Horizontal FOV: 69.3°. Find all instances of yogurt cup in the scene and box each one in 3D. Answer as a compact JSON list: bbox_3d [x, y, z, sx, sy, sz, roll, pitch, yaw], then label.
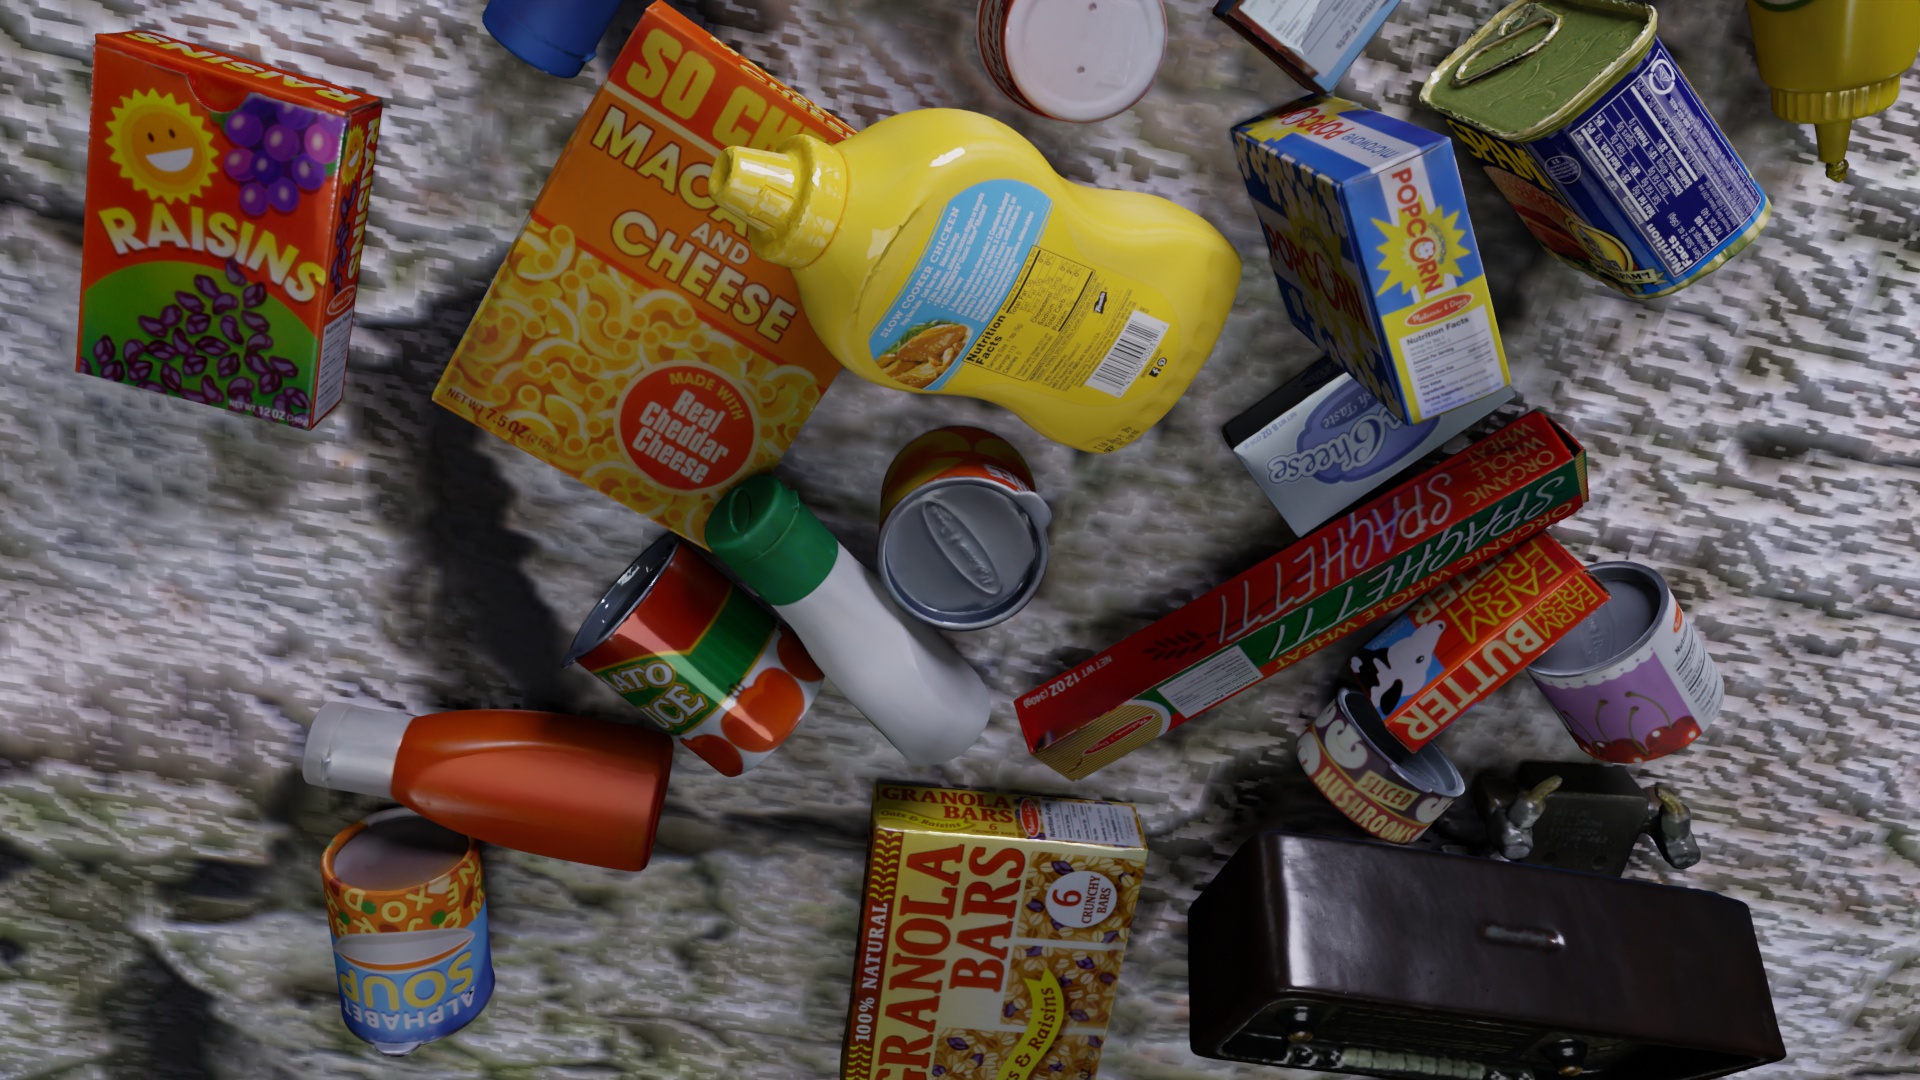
[{"bbox_3d":[0.040,-0.177,0.481,0.072,0.054,0.072,-1,115,-2],"label":"yogurt cup"}]

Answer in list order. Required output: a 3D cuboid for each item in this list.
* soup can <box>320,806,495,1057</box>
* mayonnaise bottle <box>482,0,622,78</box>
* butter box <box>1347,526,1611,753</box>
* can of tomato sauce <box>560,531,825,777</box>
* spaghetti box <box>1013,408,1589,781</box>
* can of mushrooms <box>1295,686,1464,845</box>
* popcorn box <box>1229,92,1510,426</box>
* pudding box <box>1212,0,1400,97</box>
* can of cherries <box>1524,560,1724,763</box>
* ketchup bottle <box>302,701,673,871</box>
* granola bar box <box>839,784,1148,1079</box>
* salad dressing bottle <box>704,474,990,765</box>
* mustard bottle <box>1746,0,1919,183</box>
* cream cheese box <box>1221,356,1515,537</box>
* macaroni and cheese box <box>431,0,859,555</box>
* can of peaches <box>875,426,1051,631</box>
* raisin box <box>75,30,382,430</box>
[{"bbox_3d":[-0.246,0.173,0.620,0.071,0.071,0.083,2,115,-3],"label":"soup can"},{"bbox_3d":[-0.106,-0.223,0.452,0.041,0.065,0.147,33,113,-17],"label":"mayonnaise bottle"},{"bbox_3d":[0.216,0.038,0.587,0.024,0.053,0.103,41,107,-20],"label":"butter box"},{"bbox_3d":[-0.108,0.049,0.570,0.071,0.071,0.083,-42,110,16],"label":"can of tomato sauce"},{"bbox_3d":[0.140,0.027,0.581,0.250,0.029,0.050,-31,146,11],"label":"spaghetti box"},{"bbox_3d":[0.182,0.099,0.604,0.071,0.071,0.033,30,112,-15],"label":"can of mushrooms"},{"bbox_3d":[0.138,-0.102,0.480,0.038,0.127,0.085,-23,114,5],"label":"popcorn box"},{"bbox_3d":[0.134,-0.205,0.485,0.049,0.030,0.083,32,109,-14],"label":"pudding box"},{"bbox_3d":[0.277,0.052,0.591,0.071,0.072,0.058,-35,112,13],"label":"can of cherries"},{"bbox_3d":[-0.204,0.102,0.605,0.149,0.044,0.064,12,113,-7],"label":"ketchup bottle"},{"bbox_3d":[0.012,0.196,0.659,0.124,0.039,0.164,6,114,-6],"label":"granola bar box"},{"bbox_3d":[-0.043,0.033,0.557,0.044,0.064,0.147,-32,126,11],"label":"salad dressing bottle"},{"bbox_3d":[0.303,-0.197,0.478,0.049,0.065,0.159,-18,118,1],"label":"mustard bottle"},{"bbox_3d":[0.164,-0.052,0.560,0.103,0.024,0.053,-36,112,13],"label":"cream cheese box"},{"bbox_3d":[-0.102,-0.094,0.521,0.123,0.040,0.166,30,110,-16],"label":"macaroni and cheese box"},{"bbox_3d":[0.002,-0.007,0.555,0.071,0.058,0.071,-1,114,-2],"label":"can of peaches"},{"bbox_3d":[-0.268,-0.112,0.507,0.086,0.040,0.123,15,112,-8],"label":"raisin box"}]
